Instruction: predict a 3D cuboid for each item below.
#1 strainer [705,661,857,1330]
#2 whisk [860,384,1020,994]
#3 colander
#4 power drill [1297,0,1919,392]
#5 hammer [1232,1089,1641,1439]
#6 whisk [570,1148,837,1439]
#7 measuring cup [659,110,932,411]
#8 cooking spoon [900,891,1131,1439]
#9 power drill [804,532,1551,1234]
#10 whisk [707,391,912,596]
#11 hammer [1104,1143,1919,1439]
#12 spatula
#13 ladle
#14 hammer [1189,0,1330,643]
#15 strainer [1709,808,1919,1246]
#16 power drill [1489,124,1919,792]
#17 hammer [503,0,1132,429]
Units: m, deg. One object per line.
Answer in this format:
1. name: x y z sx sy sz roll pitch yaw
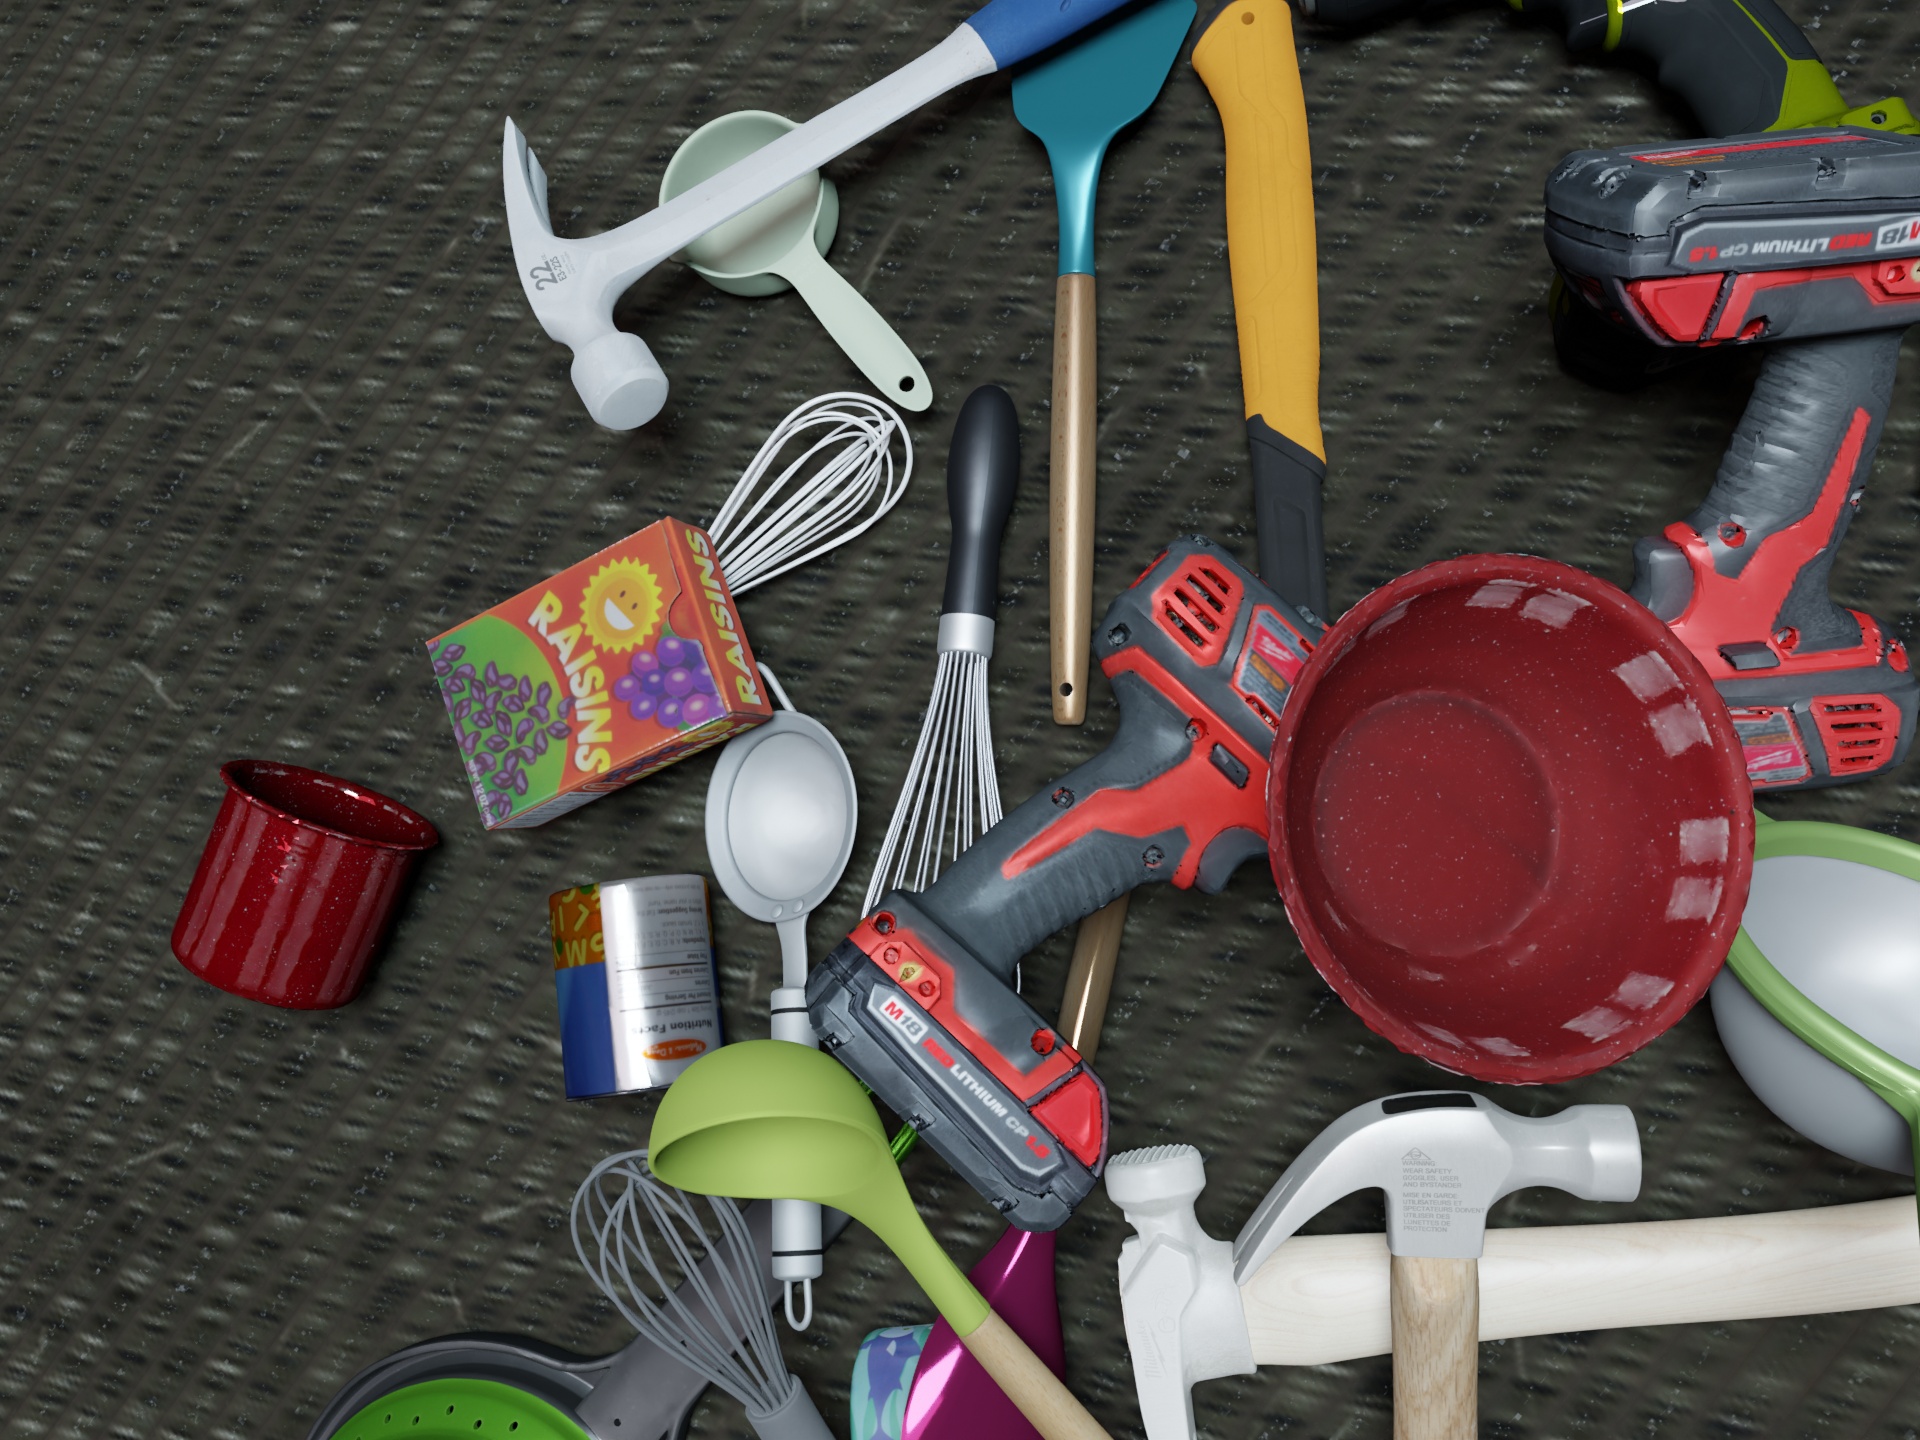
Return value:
1. strainer: -0.065 0.104 0.632 0.087 0.050 0.259 -16 68 37
2. whisk: -0.001 -0.002 0.642 0.070 0.070 0.285 3 78 14
3. colander: -0.156 0.293 0.617 0.205 0.094 0.397 41 94 16
4. power drill: 0.246 -0.248 0.601 0.190 0.080 0.229 -19 75 10
5. hammer: 0.159 0.291 0.540 0.130 0.031 0.331 -1 93 9
6. whisk: -0.070 0.251 0.582 0.055 0.055 0.238 -23 107 10
7. measuring cup: -0.063 -0.191 0.691 0.083 0.038 0.168 -41 77 6
8. cooking spoon: 0.037 0.148 0.600 0.068 0.017 0.319 22 73 -26
9. power drill: 0.077 0.069 0.553 0.188 0.080 0.227 43 82 4
10. whisk: -0.119 -0.049 0.683 0.246 0.058 0.059 -41 115 10
11. hammer: 0.262 0.201 0.556 0.410 0.038 0.146 -11 81 12
12. spatula: 0.052 -0.156 0.665 0.082 0.044 0.317 1 87 15
13. ladle: 0.017 0.231 0.538 0.078 0.062 0.320 -36 98 36
14. hammer: 0.136 -0.133 0.634 0.127 0.034 0.337 -5 81 14
15. strainer: 0.285 0.126 0.479 0.151 0.256 0.069 22 125 15
16. power drill: 0.247 -0.074 0.527 0.143 0.079 0.219 -5 115 2
17. hammer: -0.004 -0.277 0.657 0.405 0.035 0.144 -31 70 -1
